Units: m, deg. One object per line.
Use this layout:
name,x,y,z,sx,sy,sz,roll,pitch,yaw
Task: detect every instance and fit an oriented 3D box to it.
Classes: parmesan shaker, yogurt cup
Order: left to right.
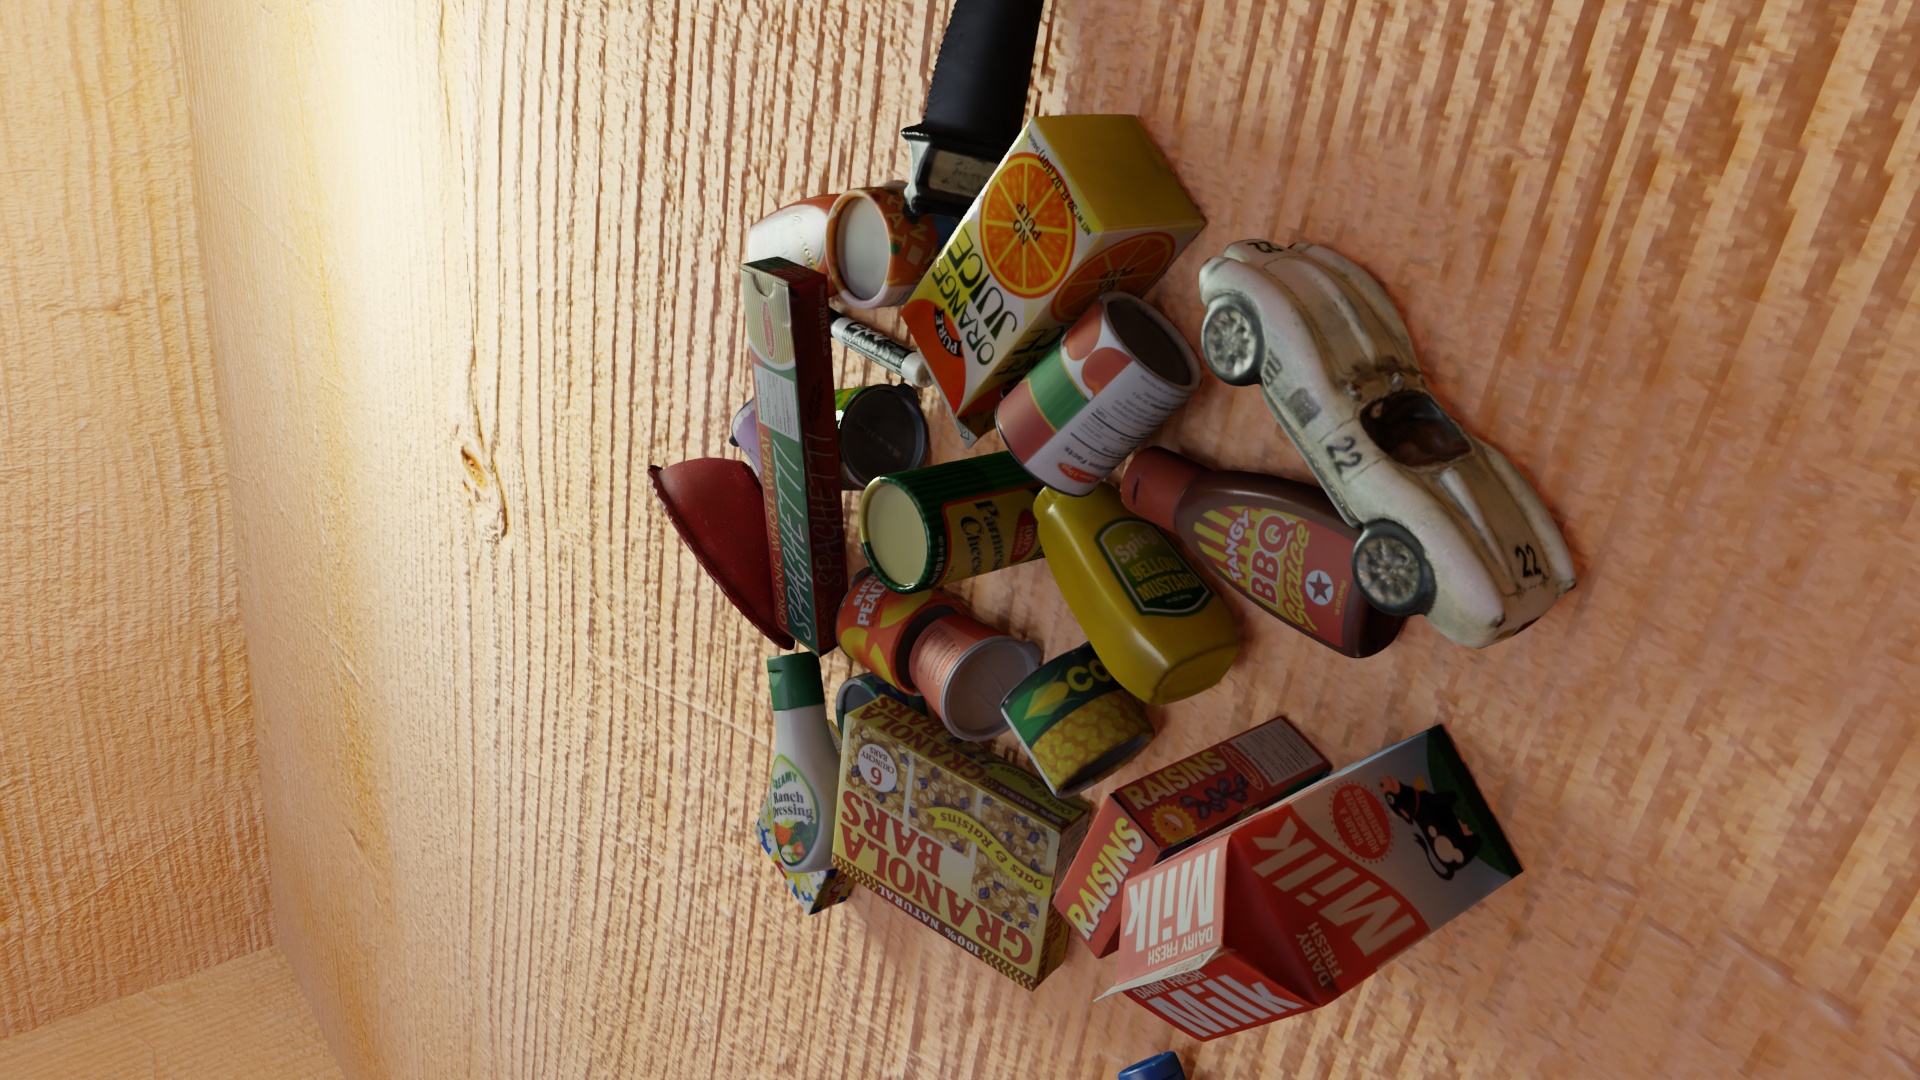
parmesan shaker,0.003,-0.010,0.772,0.071,0.103,0.071,20,117,47
yogurt cup,0.005,0.079,0.832,0.054,0.072,0.072,33,126,51

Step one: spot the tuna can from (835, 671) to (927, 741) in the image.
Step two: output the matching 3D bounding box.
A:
tuna can,-0.053,0.123,0.943,0.071,0.033,0.070,20,116,48

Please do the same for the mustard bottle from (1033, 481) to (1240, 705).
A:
mustard bottle,0.078,0.010,0.719,0.161,0.065,0.048,56,143,30

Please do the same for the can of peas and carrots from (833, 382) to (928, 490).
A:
can of peas and carrots,-0.063,-0.066,0.870,0.058,0.071,0.071,2,103,52

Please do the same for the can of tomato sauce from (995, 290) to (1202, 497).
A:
can of tomato sauce,0.067,-0.074,0.689,0.082,0.071,0.071,-45,65,33

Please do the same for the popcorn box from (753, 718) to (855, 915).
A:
popcorn box,-0.104,0.206,1.029,0.085,0.038,0.126,49,135,29

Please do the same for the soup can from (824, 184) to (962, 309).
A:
soup can,-0.024,-0.168,0.772,0.071,0.084,0.071,20,116,48

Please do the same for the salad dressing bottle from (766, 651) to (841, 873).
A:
salad dressing bottle,-0.107,0.151,0.955,0.064,0.044,0.147,-13,83,46

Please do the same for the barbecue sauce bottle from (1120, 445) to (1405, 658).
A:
barbecue sauce bottle,0.140,-0.003,0.651,0.149,0.044,0.064,31,126,43

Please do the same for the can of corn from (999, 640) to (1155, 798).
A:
can of corn,0.066,0.098,0.759,0.058,0.071,0.070,57,138,22

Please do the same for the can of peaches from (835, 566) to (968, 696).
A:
can of peaches,-0.036,0.055,0.871,0.058,0.071,0.071,27,121,44

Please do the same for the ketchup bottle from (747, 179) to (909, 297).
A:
ketchup bottle,-0.078,-0.188,0.868,0.148,0.044,0.064,-7,95,52

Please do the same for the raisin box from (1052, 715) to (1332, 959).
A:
raisin box,0.111,0.140,0.667,0.040,0.124,0.085,47,135,31

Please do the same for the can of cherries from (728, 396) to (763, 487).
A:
can of cherries,-0.113,-0.063,0.931,0.058,0.072,0.071,58,139,20

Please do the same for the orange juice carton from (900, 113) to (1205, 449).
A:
orange juice carton,0.033,-0.128,0.722,0.191,0.073,0.072,-48,64,48

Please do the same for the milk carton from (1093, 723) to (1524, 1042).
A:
milk carton,0.141,0.146,0.576,0.072,0.191,0.073,-43,68,49

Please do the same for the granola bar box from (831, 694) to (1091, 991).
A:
granola bar box,-0.003,0.186,0.867,0.166,0.039,0.123,24,120,31

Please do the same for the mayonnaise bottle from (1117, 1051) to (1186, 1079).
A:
mayonnaise bottle,0.132,0.360,0.764,0.041,0.065,0.148,-43,64,50

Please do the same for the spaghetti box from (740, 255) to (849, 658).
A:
spaghetti box,-0.098,-0.045,0.839,0.050,0.029,0.248,29,131,41
